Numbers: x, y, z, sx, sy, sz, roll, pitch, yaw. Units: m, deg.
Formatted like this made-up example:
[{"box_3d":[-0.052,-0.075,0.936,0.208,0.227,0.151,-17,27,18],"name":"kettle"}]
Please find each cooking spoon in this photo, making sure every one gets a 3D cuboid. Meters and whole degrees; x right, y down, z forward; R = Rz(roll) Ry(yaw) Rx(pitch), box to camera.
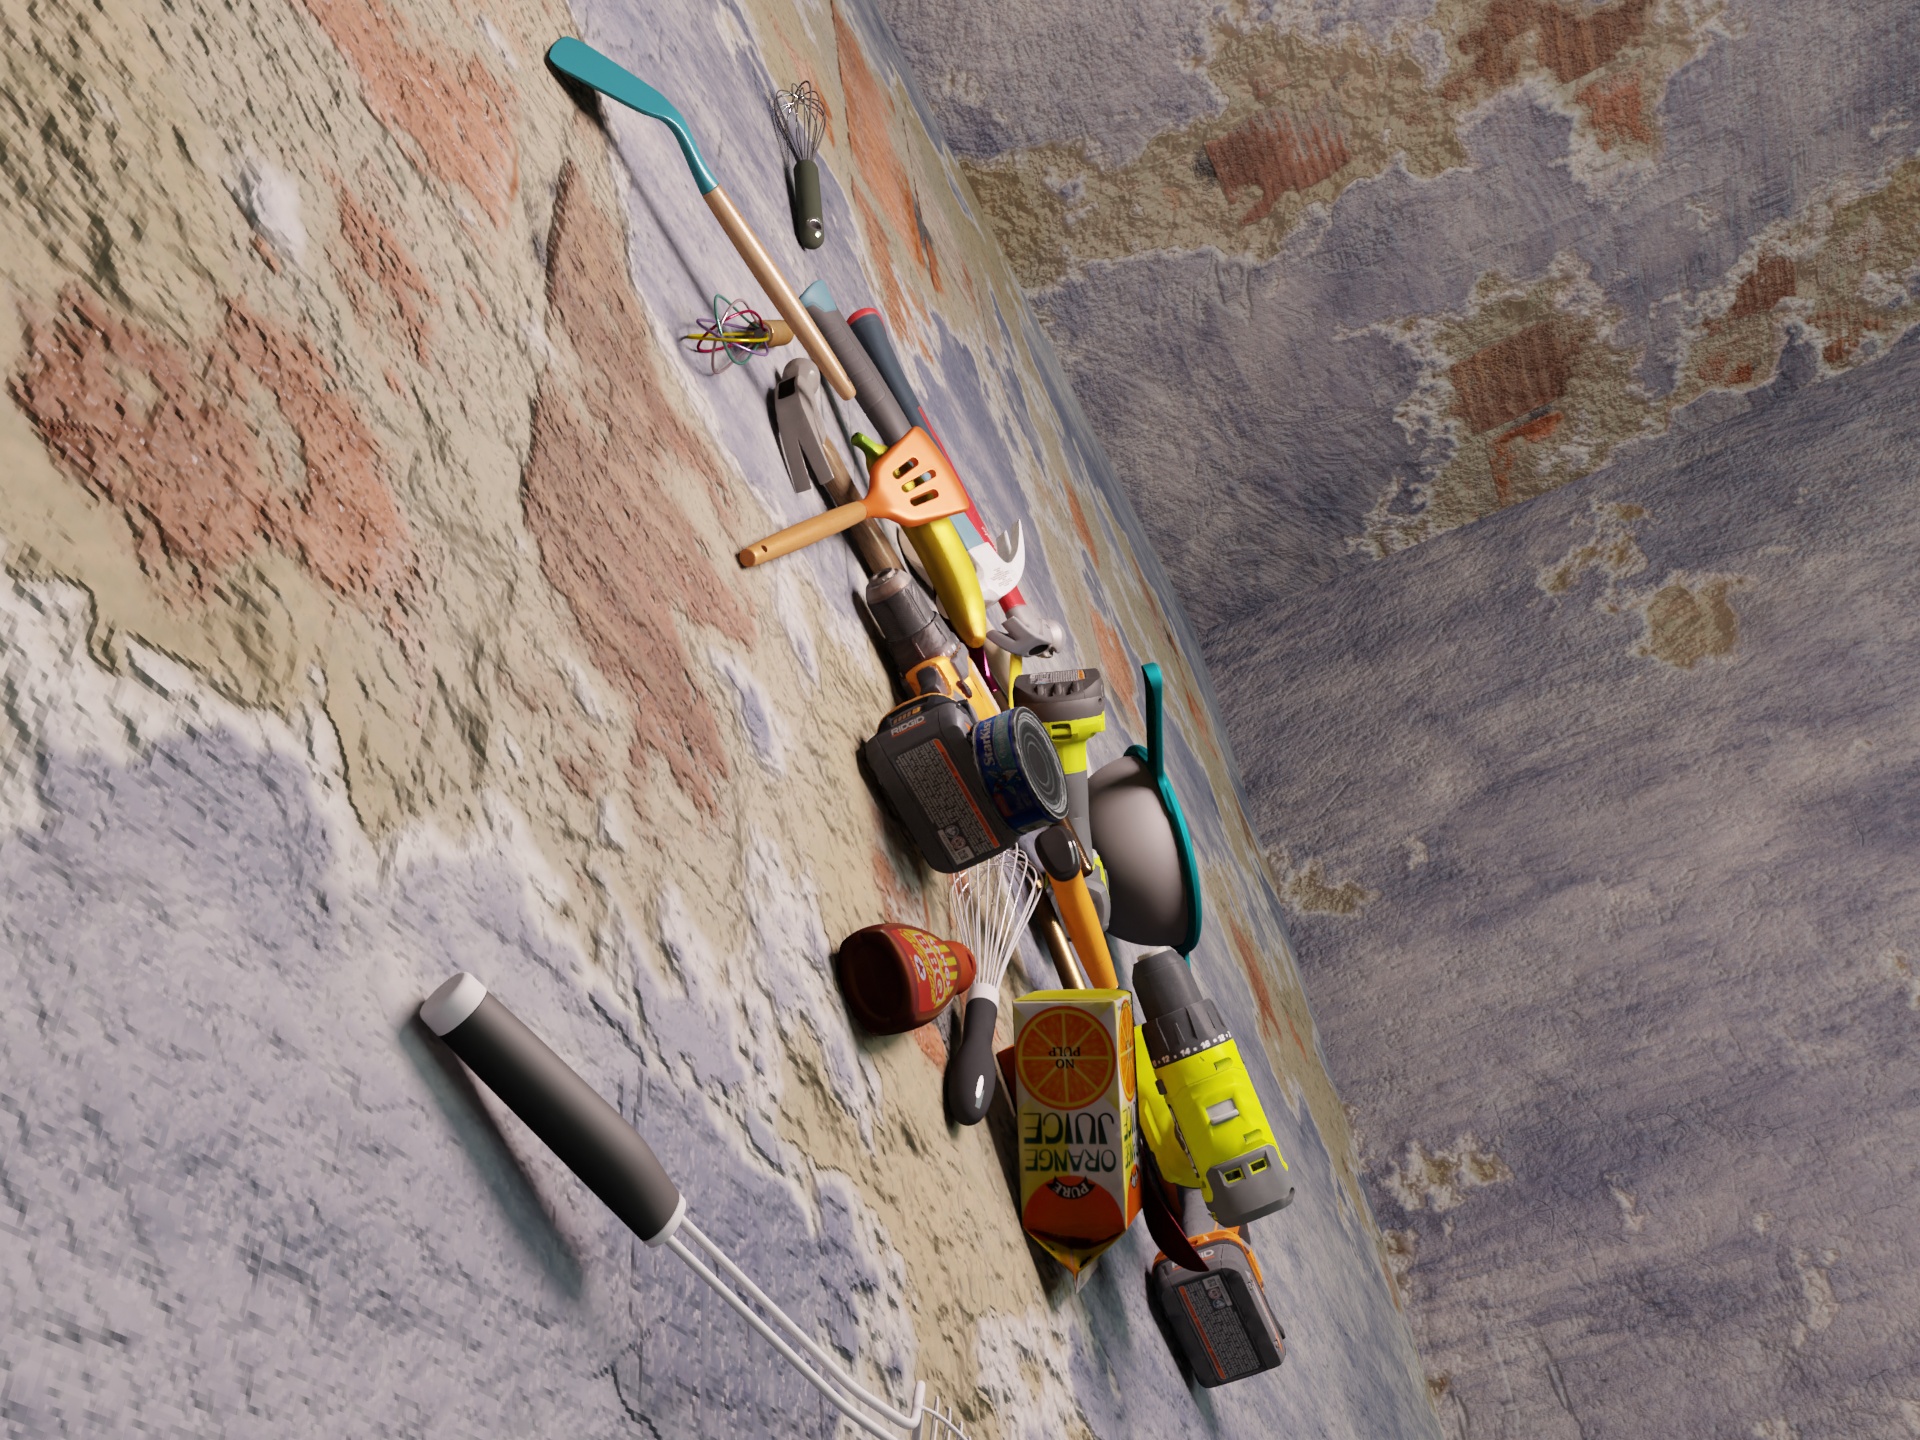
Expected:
[{"box_3d":[0.038,-0.001,1.351,0.068,0.017,0.319,91,-24,-58],"name":"cooking spoon"}]

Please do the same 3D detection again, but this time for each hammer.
[{"box_3d":[-0.065,-0.132,1.308,0.130,0.031,0.331,-90,154,-58],"name":"hammer"},{"box_3d":[-0.020,-0.233,1.509,0.386,0.038,0.143,62,18,13],"name":"hammer"},{"box_3d":[0.043,-0.057,1.592,0.410,0.038,0.146,55,17,-41],"name":"hammer"},{"box_3d":[-0.051,-0.244,1.396,0.128,0.033,0.331,-26,83,-48],"name":"hammer"},{"box_3d":[0.114,0.202,1.311,0.127,0.034,0.336,-113,-179,-49],"name":"hammer"}]

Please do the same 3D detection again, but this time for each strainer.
[{"box_3d":[0.152,0.088,1.525,0.211,0.095,0.340,-113,-168,-48],"name":"strainer"}]

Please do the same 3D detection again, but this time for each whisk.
[{"box_3d":[-0.158,-0.290,1.188,0.051,0.047,0.245,64,10,-11],"name":"whisk"},{"box_3d":[-0.156,-0.557,1.595,0.057,0.059,0.247,13,51,-28],"name":"whisk"},{"box_3d":[0.019,0.175,1.112,0.070,0.070,0.285,61,20,-27],"name":"whisk"}]

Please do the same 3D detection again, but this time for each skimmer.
[{"box_3d":[-0.097,0.244,0.616,0.363,0.090,0.127,52,21,-19],"name":"skimmer"}]

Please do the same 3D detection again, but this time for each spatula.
[{"box_3d":[-0.174,-0.355,1.146,0.317,0.044,0.082,54,17,-29],"name":"spatula"},{"box_3d":[-0.078,-0.155,1.168,0.081,0.041,0.322,57,25,-4],"name":"spatula"}]

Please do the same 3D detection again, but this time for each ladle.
[{"box_3d":[0.112,0.266,1.206,0.069,0.031,0.316,73,-4,-72],"name":"ladle"}]

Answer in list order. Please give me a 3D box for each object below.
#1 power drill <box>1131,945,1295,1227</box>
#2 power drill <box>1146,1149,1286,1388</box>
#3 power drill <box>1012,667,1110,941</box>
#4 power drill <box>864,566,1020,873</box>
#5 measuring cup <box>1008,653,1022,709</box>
[{"box_3d":[0.170,0.269,1.181,0.228,0.080,0.191,87,-18,-76],"name":"power drill"},{"box_3d":[0.221,0.466,1.377,0.226,0.084,0.164,-78,145,-73],"name":"power drill"},{"box_3d":[0.096,0.070,1.427,0.171,0.080,0.223,-66,151,-82],"name":"power drill"},{"box_3d":[-0.020,-0.008,1.198,0.185,0.084,0.226,60,12,-20],"name":"power drill"},{"box_3d":[0.063,-0.013,1.515,0.062,0.029,0.157,26,62,-57],"name":"measuring cup"}]
